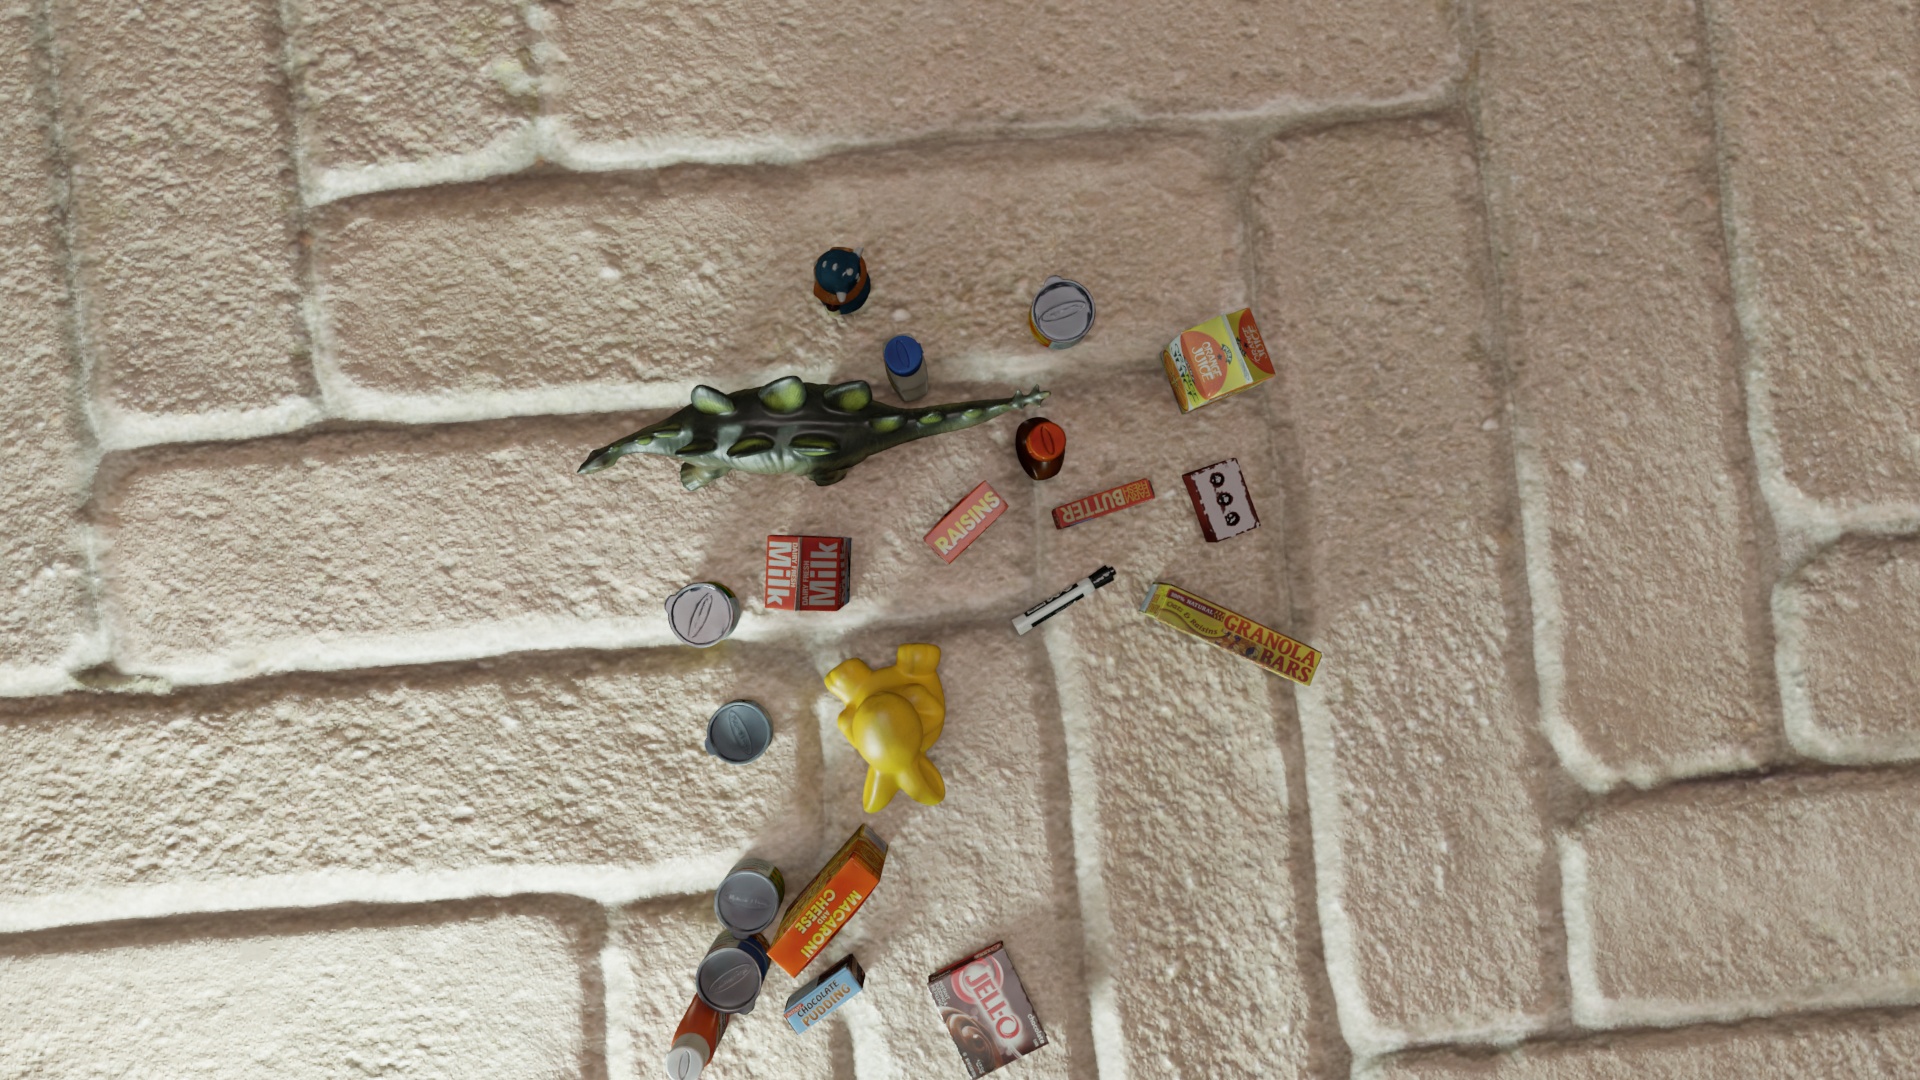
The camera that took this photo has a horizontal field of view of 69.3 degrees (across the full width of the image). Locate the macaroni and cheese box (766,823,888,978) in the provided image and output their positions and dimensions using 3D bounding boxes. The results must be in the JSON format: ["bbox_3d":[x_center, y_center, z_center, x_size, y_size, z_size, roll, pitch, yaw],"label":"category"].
[{"bbox_3d":[-0.128,0.354,1.380,0.040,0.166,0.124,41,89,0],"label":"macaroni and cheese box"}]

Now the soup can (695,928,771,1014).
[{"bbox_3d":[-0.229,0.439,1.418,0.071,0.084,0.071,0,89,-1],"label":"soup can"}]

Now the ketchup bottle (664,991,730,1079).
[{"bbox_3d":[-0.262,0.496,1.384,0.043,0.149,0.064,10,90,0],"label":"ketchup bottle"}]

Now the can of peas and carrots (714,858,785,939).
[{"bbox_3d":[-0.217,0.369,1.432,0.071,0.059,0.071,0,89,-1],"label":"can of peas and carrots"}]

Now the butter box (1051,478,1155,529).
[{"bbox_3d":[0.148,-0.038,1.447,0.103,0.053,0.024,-18,90,-1],"label":"butter box"}]

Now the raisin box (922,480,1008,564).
[{"bbox_3d":[0.005,-0.018,1.409,0.086,0.123,0.040,-43,90,-1],"label":"raisin box"}]

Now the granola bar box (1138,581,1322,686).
[{"bbox_3d":[0.271,0.092,1.410,0.165,0.124,0.039,24,89,0],"label":"granola bar box"}]

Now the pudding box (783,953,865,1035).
[{"bbox_3d":[-0.140,0.468,1.436,0.084,0.049,0.030,-36,90,-1],"label":"pudding box"}]

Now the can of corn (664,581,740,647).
[{"bbox_3d":[-0.266,0.075,1.437,0.071,0.058,0.071,0,89,-1],"label":"can of corn"}]

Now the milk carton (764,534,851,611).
[{"bbox_3d":[-0.151,0.031,1.373,0.073,0.190,0.072,2,90,-1],"label":"milk carton"}]

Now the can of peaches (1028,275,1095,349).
[{"bbox_3d":[0.104,-0.237,1.447,0.071,0.058,0.071,0,89,-1],"label":"can of peaches"}]

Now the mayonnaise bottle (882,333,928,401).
[{"bbox_3d":[-0.056,-0.178,1.399,0.041,0.148,0.064,-21,90,-1],"label":"mayonnaise bottle"}]

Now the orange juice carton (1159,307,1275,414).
[{"bbox_3d":[0.256,-0.179,1.381,0.073,0.192,0.072,-21,90,-1],"label":"orange juice carton"}]

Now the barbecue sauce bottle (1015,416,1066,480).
[{"bbox_3d":[0.082,-0.095,1.399,0.044,0.148,0.065,-18,90,-1],"label":"barbecue sauce bottle"}]

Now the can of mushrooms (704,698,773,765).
[{"bbox_3d":[-0.231,0.200,1.448,0.071,0.033,0.071,0,89,-1],"label":"can of mushrooms"}]
